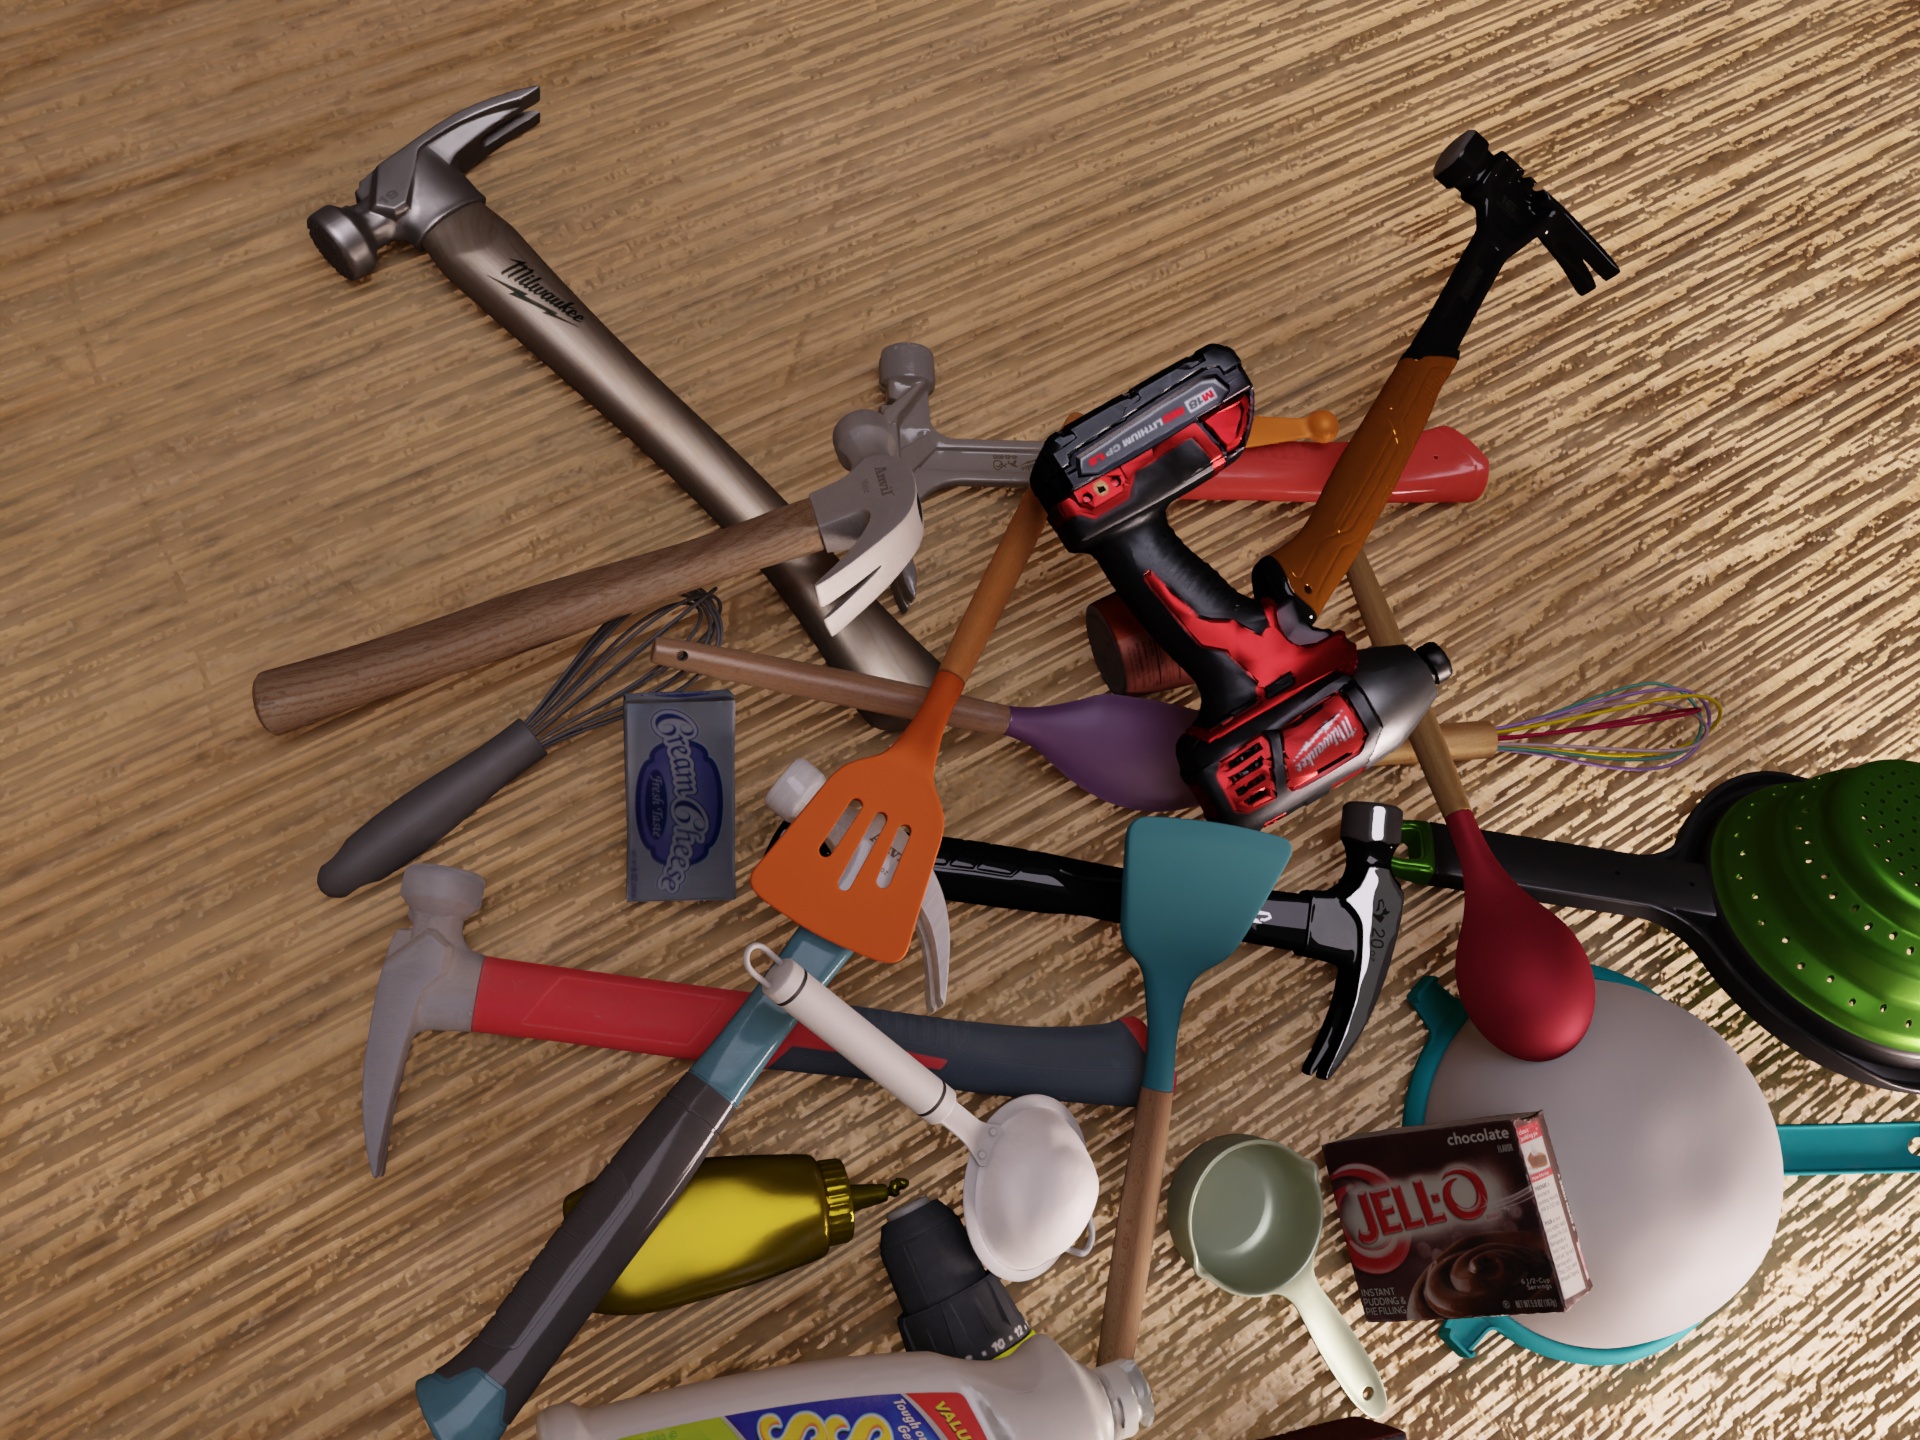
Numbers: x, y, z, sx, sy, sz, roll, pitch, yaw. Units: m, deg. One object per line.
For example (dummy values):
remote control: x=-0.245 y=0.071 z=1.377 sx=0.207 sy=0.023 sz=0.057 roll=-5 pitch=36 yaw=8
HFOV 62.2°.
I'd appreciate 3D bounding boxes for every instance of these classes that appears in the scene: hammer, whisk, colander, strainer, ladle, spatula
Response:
hammer: x=0.131 y=-0.134 z=0.901 sx=0.359 sy=0.036 sz=0.149 roll=0 pitch=76 yaw=-13
whisk: x=0.322 y=0.006 z=0.906 sx=0.245 sy=0.047 sz=0.051 roll=-4 pitch=78 yaw=-11
whisk: x=-0.212 y=0.008 z=0.782 sx=0.239 sy=0.055 sz=0.055 roll=-38 pitch=87 yaw=-15
colander: x=0.424 y=0.076 z=0.857 sx=0.397 sy=0.094 sz=0.205 roll=9 pitch=50 yaw=-2
strainer: x=-0.006 y=0.179 z=0.723 sx=0.258 sy=0.050 sz=0.087 roll=44 pitch=58 yaw=-24
ladle: x=0.260 y=0.028 z=0.857 sx=0.069 sy=0.031 sz=0.316 roll=-13 pitch=63 yaw=-3
spatula: x=-0.001 y=-0.003 z=0.812 sx=0.315 sy=0.018 sz=0.060 roll=12 pitch=93 yaw=-18
strainer: x=0.408 y=0.229 z=0.838 sx=0.340 sy=0.095 sz=0.211 roll=2 pitch=75 yaw=-11
spatula: x=0.001 y=-0.035 z=0.796 sx=0.081 sy=0.041 sz=0.323 roll=28 pitch=60 yaw=-4
spatula: x=0.092 y=0.205 z=0.765 sx=0.082 sy=0.044 sz=0.317 roll=9 pitch=87 yaw=-11
hammer: x=0.064 y=0.093 z=0.820 sx=0.334 sy=0.035 sz=0.146 roll=9 pitch=82 yaw=-8
hammer: x=-0.177 y=-0.057 z=0.764 sx=0.331 sy=0.031 sz=0.130 roll=-19 pitch=44 yaw=-1
hammer: x=-0.121 y=0.176 z=0.713 sx=0.128 sy=0.033 sz=0.331 roll=37 pitch=66 yaw=1
hammer: x=0.261 y=-0.182 z=0.900 sx=0.127 sy=0.034 sz=0.337 roll=37 pitch=69 yaw=-11
hammer: x=-0.147 y=-0.157 z=0.843 sx=0.410 sy=0.038 sz=0.146 roll=45 pitch=69 yaw=1
hammer: x=-0.084 y=0.168 z=0.771 sx=0.386 sy=0.038 sz=0.143 roll=10 pitch=75 yaw=-10

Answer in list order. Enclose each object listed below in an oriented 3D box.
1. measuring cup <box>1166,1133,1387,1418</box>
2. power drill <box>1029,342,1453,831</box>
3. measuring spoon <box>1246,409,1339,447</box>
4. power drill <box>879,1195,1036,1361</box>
measuring cup: x=0.163 y=0.282 z=0.804 sx=0.083 sy=0.038 sz=0.167 roll=-36 pitch=100 yaw=-18
power drill: x=0.139 y=-0.065 z=0.790 sx=0.143 sy=0.078 sz=0.219 roll=-30 pitch=90 yaw=0
measuring spoon: x=0.159 y=-0.163 z=0.889 sx=0.117 sy=0.011 sz=0.021 roll=-5 pitch=77 yaw=-14
power drill: x=-0.055 y=0.343 z=0.712 sx=0.228 sy=0.080 sz=0.191 roll=-22 pitch=77 yaw=-20
